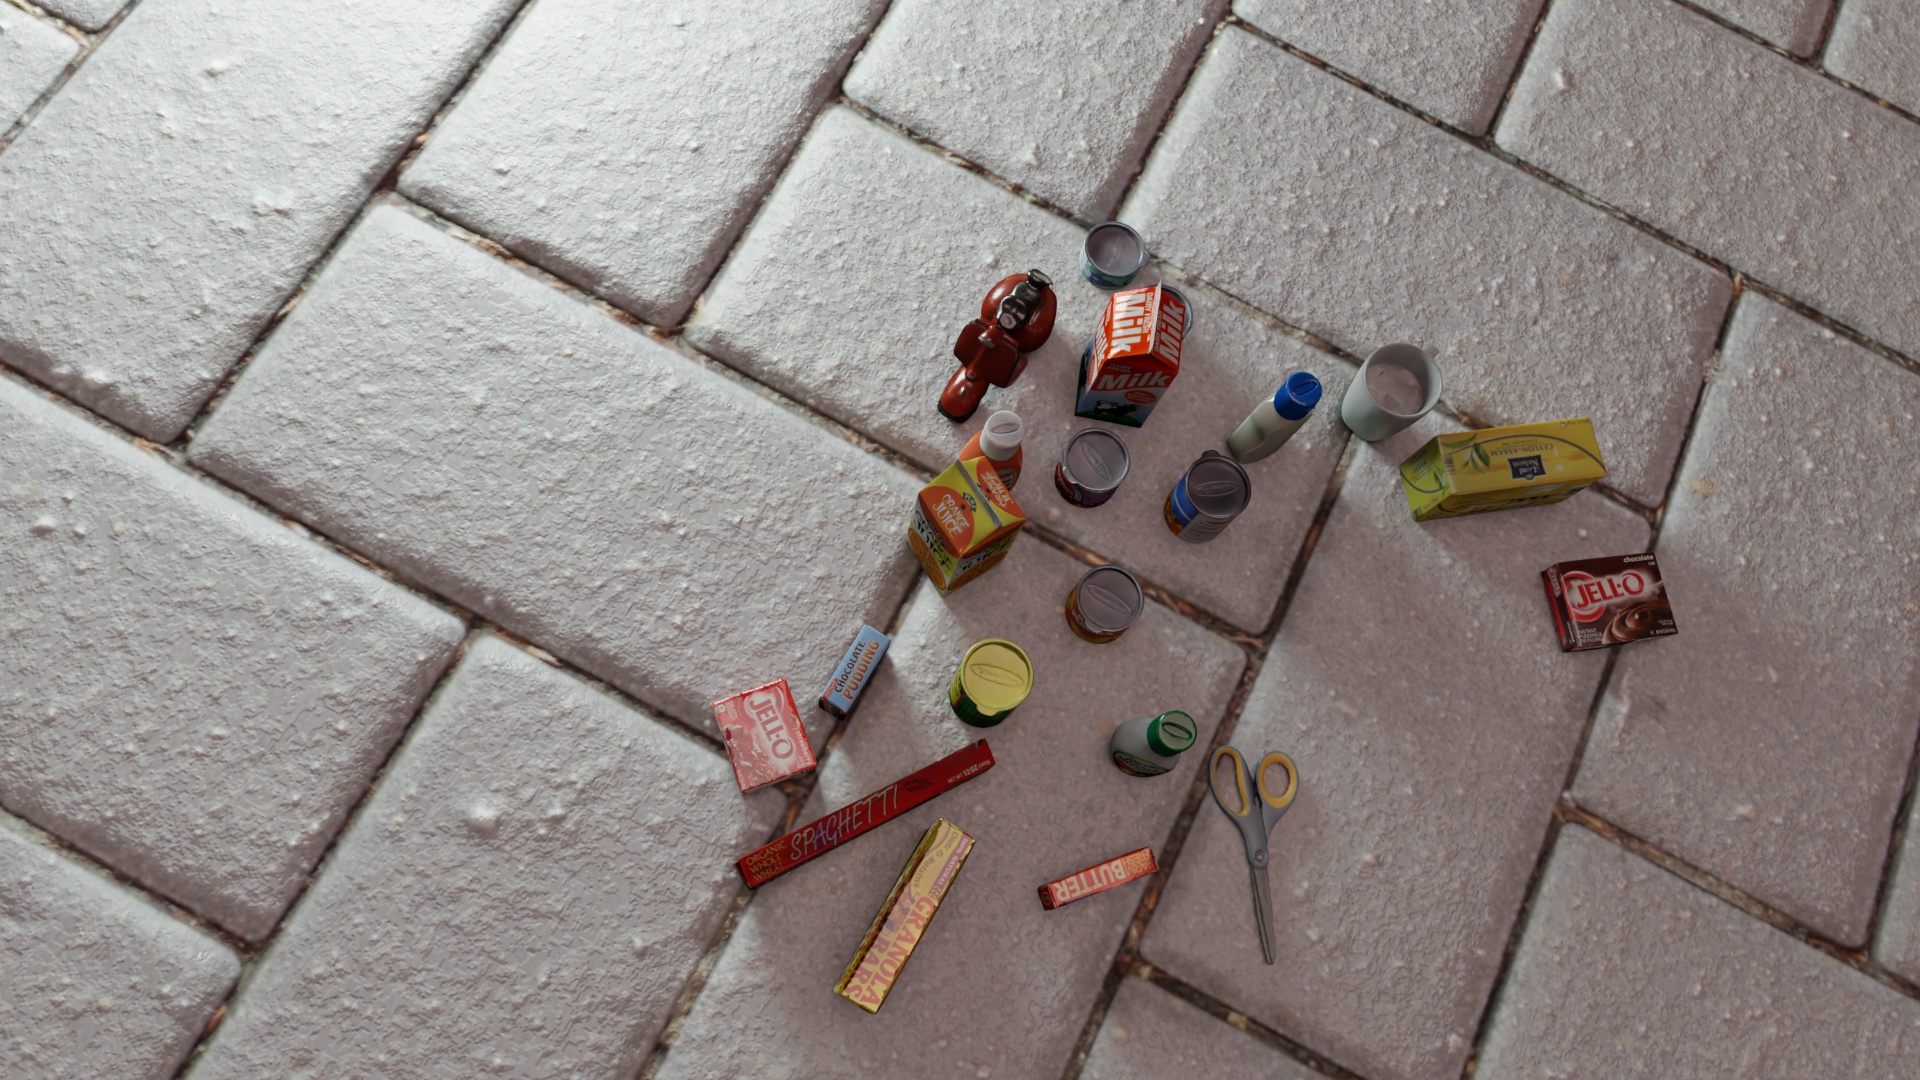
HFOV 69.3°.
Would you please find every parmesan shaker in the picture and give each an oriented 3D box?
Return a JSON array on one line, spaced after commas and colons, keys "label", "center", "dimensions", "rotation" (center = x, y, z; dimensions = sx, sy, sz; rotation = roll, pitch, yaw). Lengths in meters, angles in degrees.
[{"label": "parmesan shaker", "center": [0.026, 0.136, 1.281], "dimensions": [0.071, 0.102, 0.071], "rotation": [2, 73, -7]}]

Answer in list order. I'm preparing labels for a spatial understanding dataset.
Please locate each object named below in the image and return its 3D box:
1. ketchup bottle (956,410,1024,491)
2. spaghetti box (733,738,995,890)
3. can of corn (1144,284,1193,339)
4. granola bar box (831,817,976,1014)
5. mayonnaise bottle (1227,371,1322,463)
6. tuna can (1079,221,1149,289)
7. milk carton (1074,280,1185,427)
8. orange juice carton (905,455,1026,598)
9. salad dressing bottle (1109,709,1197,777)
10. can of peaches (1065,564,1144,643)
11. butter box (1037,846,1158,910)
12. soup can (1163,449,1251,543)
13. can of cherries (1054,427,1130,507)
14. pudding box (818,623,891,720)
[{"label": "ketchup bottle", "center": [0.031, -0.081, 1.326], "dimensions": [0.065, 0.148, 0.043], "rotation": [-9, 75, -10]}, {"label": "spaghetti box", "center": [-0.085, 0.248, 1.259], "dimensions": [0.251, 0.050, 0.029], "rotation": [-25, 78, -14]}, {"label": "can of corn", "center": [0.200, -0.221, 1.441], "dimensions": [0.071, 0.058, 0.071], "rotation": [2, 73, -7]}, {"label": "granola bar box", "center": [-0.049, 0.325, 1.200], "dimensions": [0.039, 0.124, 0.166], "rotation": [31, 71, 3]}, {"label": "mayonnaise bottle", "center": [0.315, -0.123, 1.378], "dimensions": [0.065, 0.147, 0.041], "rotation": [-23, 78, -14]}, {"label": "tuna can", "center": [0.163, -0.301, 1.475], "dimensions": [0.071, 0.032, 0.071], "rotation": [2, 72, -7]}, {"label": "milk carton", "center": [0.168, -0.180, 1.354], "dimensions": [0.073, 0.190, 0.072], "rotation": [10, 72, -4]}, {"label": "orange juice carton", "center": [0.005, -0.016, 1.279], "dimensions": [0.073, 0.192, 0.072], "rotation": [-30, 79, -15]}, {"label": "salad dressing bottle", "center": [0.177, 0.184, 1.263], "dimensions": [0.064, 0.147, 0.044], "rotation": [23, 72, 0]}, {"label": "can of peaches", "center": [0.137, 0.064, 1.343], "dimensions": [0.071, 0.058, 0.071], "rotation": [2, 73, -7]}, {"label": "butter box", "center": [0.125, 0.308, 1.266], "dimensions": [0.104, 0.053, 0.024], "rotation": [-17, 76, -12]}, {"label": "soup can", "center": [0.243, -0.042, 1.377], "dimensions": [0.071, 0.083, 0.071], "rotation": [2, 73, -7]}, {"label": "can of cherries", "center": [0.128, -0.071, 1.384], "dimensions": [0.071, 0.058, 0.071], "rotation": [2, 73, -7]}, {"label": "pudding box", "center": [-0.099, 0.123, 1.297], "dimensions": [0.030, 0.049, 0.084], "rotation": [31, 71, 3]}]
